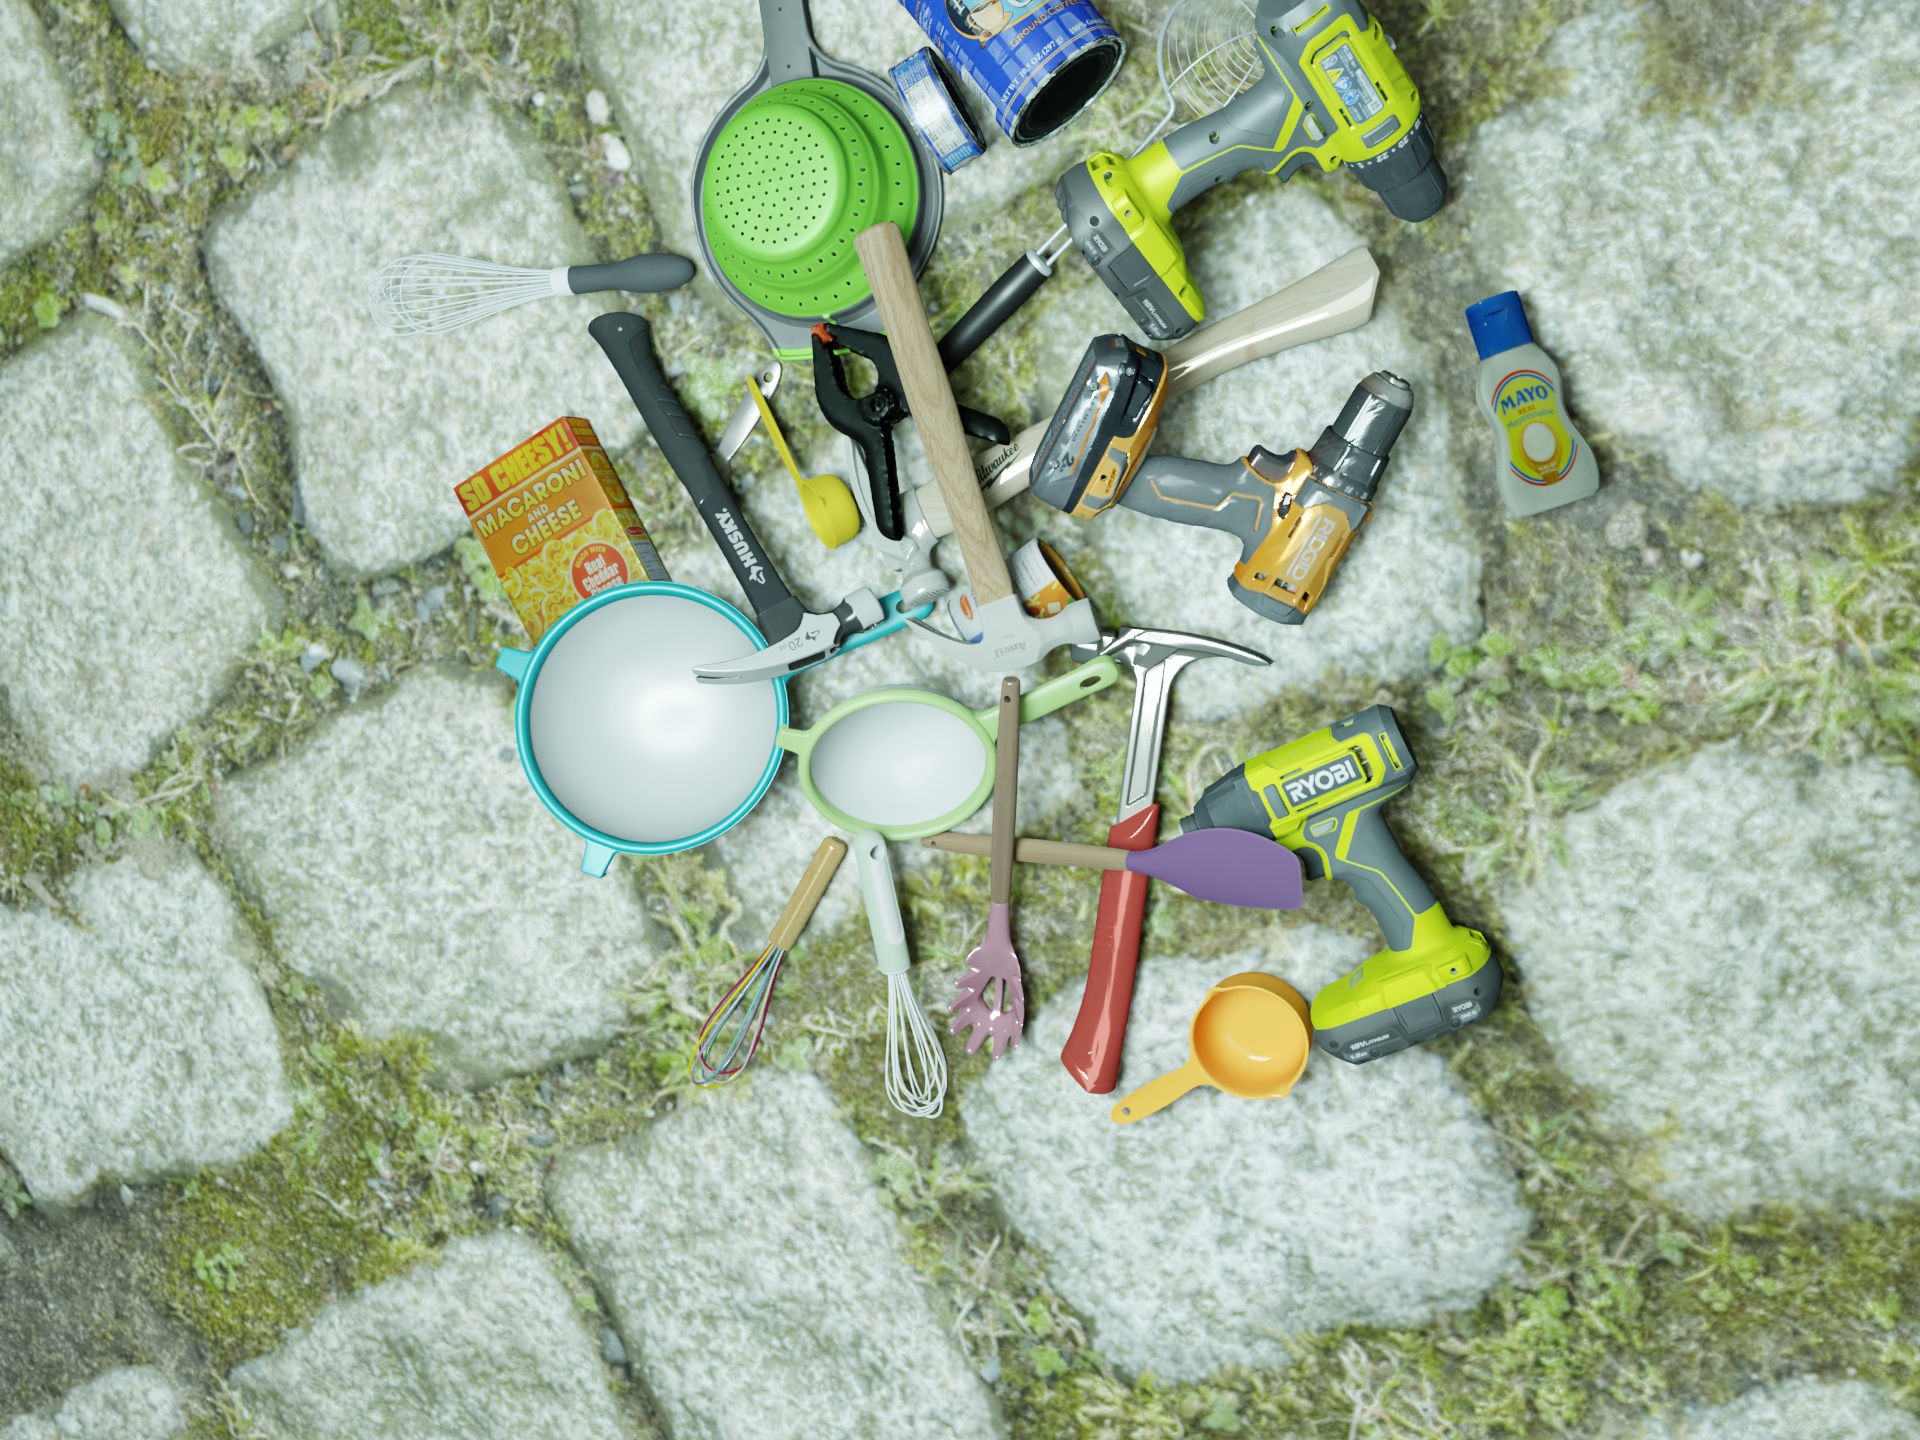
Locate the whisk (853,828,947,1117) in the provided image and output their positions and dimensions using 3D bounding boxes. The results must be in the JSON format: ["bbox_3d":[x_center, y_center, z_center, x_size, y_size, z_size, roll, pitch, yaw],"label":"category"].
[{"bbox_3d":[-0.049,0.201,1.246,0.059,0.058,0.246,9,115,52],"label":"whisk"}]

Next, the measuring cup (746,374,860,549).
[{"bbox_3d":[-0.122,-0.206,1.236,0.029,0.062,0.156,-25,81,-16],"label":"measuring cup"}]

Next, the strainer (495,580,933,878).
[{"bbox_3d":[-0.178,-0.025,1.263,0.340,0.095,0.211,-24,85,-2],"label":"strainer"}]

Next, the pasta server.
[{"bbox_3d":[0.029,0.115,1.196,0.060,0.040,0.316,10,117,16],"label":"pasta server"}]

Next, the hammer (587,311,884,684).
[{"bbox_3d":[-0.202,-0.179,1.228,0.146,0.035,0.335,-29,76,-10],"label":"hammer"}]

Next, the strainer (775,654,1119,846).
[{"bbox_3d":[-0.002,-0.004,1.202,0.256,0.069,0.151,-25,128,14],"label":"strainer"}]

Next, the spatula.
[{"bbox_3d":[0.102,0.099,1.174,0.316,0.018,0.059,2,111,34],"label":"spatula"}]

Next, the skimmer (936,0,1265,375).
[{"bbox_3d":[0.108,-0.376,1.151,0.363,0.090,0.127,-40,93,28],"label":"skimmer"}]

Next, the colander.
[{"bbox_3d":[-0.135,-0.473,1.176,0.204,0.094,0.397,-7,95,17],"label":"colander"}]

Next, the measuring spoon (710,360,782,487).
[{"bbox_3d":[-0.178,-0.232,1.262,0.034,0.018,0.124,36,105,10],"label":"measuring spoon"}]

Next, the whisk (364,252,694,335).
[{"bbox_3d":[-0.349,-0.350,1.281,0.284,0.070,0.070,-1,97,13],"label":"whisk"}]

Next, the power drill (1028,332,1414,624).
[{"bbox_3d":[0.182,-0.186,1.091,0.226,0.084,0.185,23,115,-10],"label":"power drill"}]

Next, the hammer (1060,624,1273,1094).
[{"bbox_3d":[0.136,0.110,1.203,0.149,0.036,0.359,10,99,15],"label":"hammer"}]

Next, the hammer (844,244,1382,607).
[{"bbox_3d":[0.107,-0.237,1.163,0.410,0.038,0.146,-27,81,16],"label":"hammer"}]

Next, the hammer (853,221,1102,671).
[{"bbox_3d":[-0.012,-0.193,1.136,0.130,0.031,0.331,-19,89,12],"label":"hammer"}]

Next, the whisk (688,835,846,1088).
[{"bbox_3d":[-0.156,0.201,1.306,0.047,0.051,0.245,28,101,-10],"label":"whisk"}]

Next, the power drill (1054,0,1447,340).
[{"bbox_3d":[0.198,-0.359,1.059,0.228,0.080,0.190,-32,130,22],"label":"power drill"}]

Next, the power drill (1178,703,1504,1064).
[{"bbox_3d":[0.271,0.120,1.132,0.171,0.080,0.223,-26,94,18],"label":"power drill"}]

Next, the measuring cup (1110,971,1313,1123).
[{"bbox_3d":[0.187,0.254,1.201,0.173,0.052,0.095,-36,86,24],"label":"measuring cup"}]
